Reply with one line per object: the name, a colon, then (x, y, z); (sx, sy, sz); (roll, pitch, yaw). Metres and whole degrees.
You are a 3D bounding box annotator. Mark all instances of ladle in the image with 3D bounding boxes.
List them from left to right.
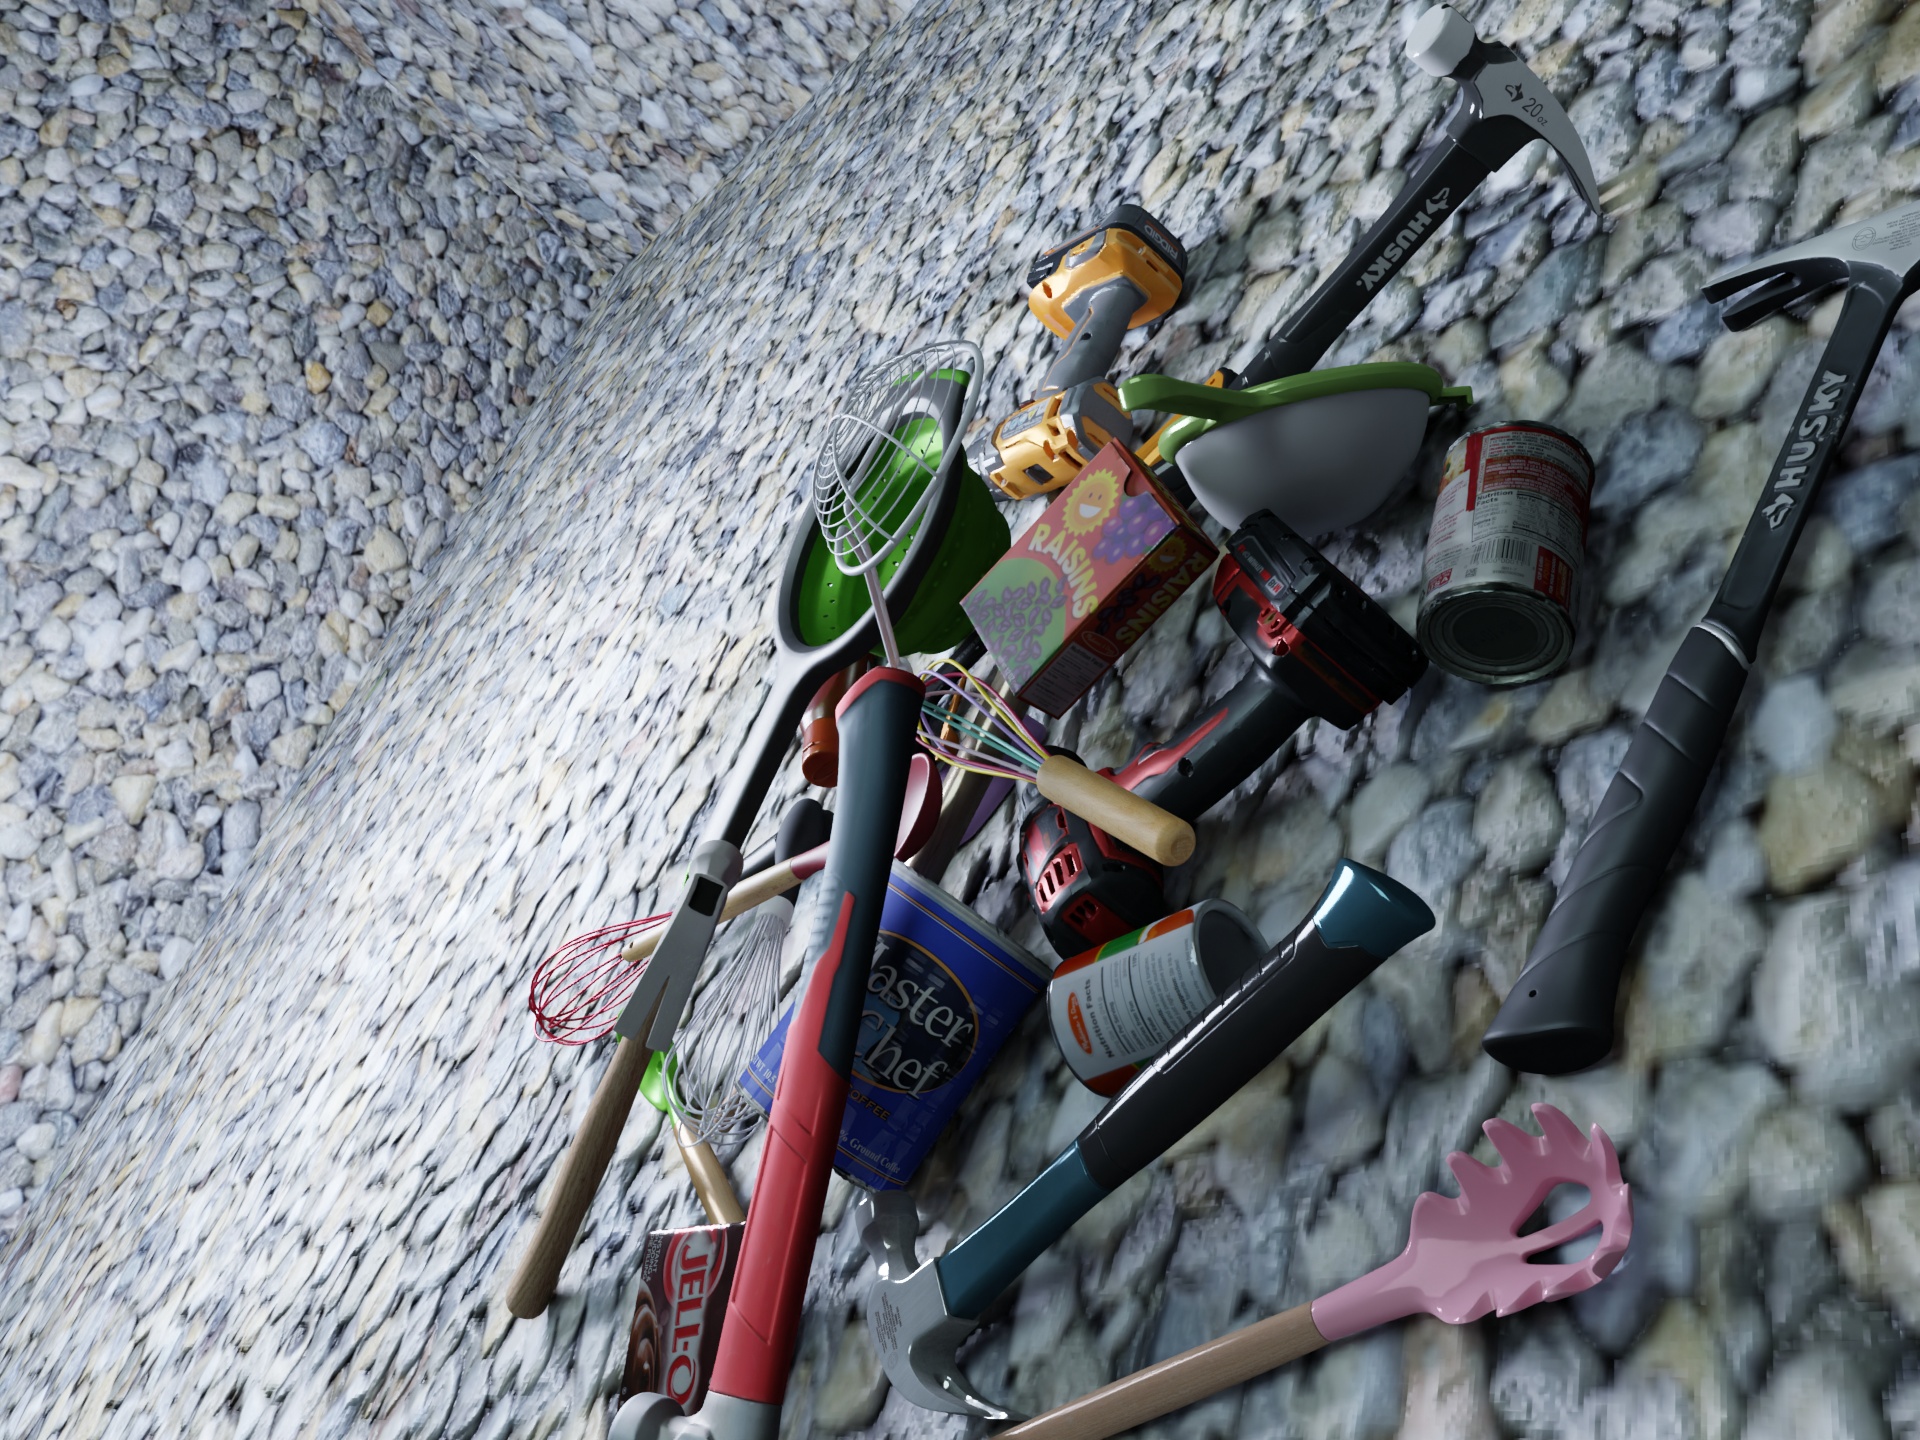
ladle: (-0.112, 0.096, 0.945); (0.315, 0.031, 0.069); (-28, 39, 40)

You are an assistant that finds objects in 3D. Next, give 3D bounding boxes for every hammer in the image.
hammer: (-0.208, 0.232, 0.942); (0.130, 0.031, 0.331); (-80, 15, -67)
hammer: (-0.052, 0.155, 0.732); (0.143, 0.038, 0.387); (-1, 66, 28)
hammer: (0.004, 0.038, 0.917); (0.411, 0.038, 0.146); (-63, 8, -10)
hammer: (0.065, -0.109, 1.073); (0.337, 0.034, 0.127); (-44, 28, 13)
hammer: (0.064, 0.171, 0.649); (0.331, 0.033, 0.128); (-50, 36, 26)
hammer: (0.215, -0.231, 0.927); (0.334, 0.146, 0.035); (-49, 28, 30)
hammer: (0.302, -0.046, 0.626); (0.149, 0.036, 0.409); (4, 59, 60)

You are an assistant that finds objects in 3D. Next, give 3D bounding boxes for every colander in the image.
colander: (-0.067, -0.037, 1.059); (0.205, 0.094, 0.397); (17, 82, 61)

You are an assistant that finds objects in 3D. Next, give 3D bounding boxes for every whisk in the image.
whisk: (-0.204, 0.147, 1.145); (0.296, 0.073, 0.073); (-35, 30, 17)
whisk: (-0.122, 0.143, 0.984); (0.070, 0.070, 0.285); (-33, 26, 31)
whisk: (0.034, 0.017, 0.777); (0.047, 0.051, 0.245); (-56, 34, -3)

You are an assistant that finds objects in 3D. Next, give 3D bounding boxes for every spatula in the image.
spatula: (-0.054, 0.122, 0.980); (0.060, 0.018, 0.316); (31, 83, 46)

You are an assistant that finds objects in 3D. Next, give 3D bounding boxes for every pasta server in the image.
pasta server: (0.106, 0.227, 0.582); (0.316, 0.040, 0.060); (-36, 41, 29)

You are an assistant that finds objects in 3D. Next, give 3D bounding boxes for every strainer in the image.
strainer: (0.154, -0.130, 0.801); (0.151, 0.256, 0.069); (-13, 86, 35)

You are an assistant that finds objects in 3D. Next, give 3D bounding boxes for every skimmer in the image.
skimmer: (-0.016, -0.058, 0.891); (0.090, 0.362, 0.127); (5, 57, 11)

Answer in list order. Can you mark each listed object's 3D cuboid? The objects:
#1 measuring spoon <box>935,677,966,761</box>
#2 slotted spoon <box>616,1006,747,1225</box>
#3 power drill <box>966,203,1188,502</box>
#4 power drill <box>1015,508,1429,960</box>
measuring spoon: (-0.001, -0.003, 0.931); (0.117, 0.011, 0.021); (-75, 8, -68)
slotted spoon: (-0.158, 0.260, 0.952); (0.314, 0.031, 0.070); (-142, 46, -59)
power drill: (0.072, -0.263, 1.211); (0.185, 0.084, 0.226); (-16, 47, 51)
power drill: (0.111, 0.005, 0.814); (0.226, 0.080, 0.188); (-49, 19, 14)
